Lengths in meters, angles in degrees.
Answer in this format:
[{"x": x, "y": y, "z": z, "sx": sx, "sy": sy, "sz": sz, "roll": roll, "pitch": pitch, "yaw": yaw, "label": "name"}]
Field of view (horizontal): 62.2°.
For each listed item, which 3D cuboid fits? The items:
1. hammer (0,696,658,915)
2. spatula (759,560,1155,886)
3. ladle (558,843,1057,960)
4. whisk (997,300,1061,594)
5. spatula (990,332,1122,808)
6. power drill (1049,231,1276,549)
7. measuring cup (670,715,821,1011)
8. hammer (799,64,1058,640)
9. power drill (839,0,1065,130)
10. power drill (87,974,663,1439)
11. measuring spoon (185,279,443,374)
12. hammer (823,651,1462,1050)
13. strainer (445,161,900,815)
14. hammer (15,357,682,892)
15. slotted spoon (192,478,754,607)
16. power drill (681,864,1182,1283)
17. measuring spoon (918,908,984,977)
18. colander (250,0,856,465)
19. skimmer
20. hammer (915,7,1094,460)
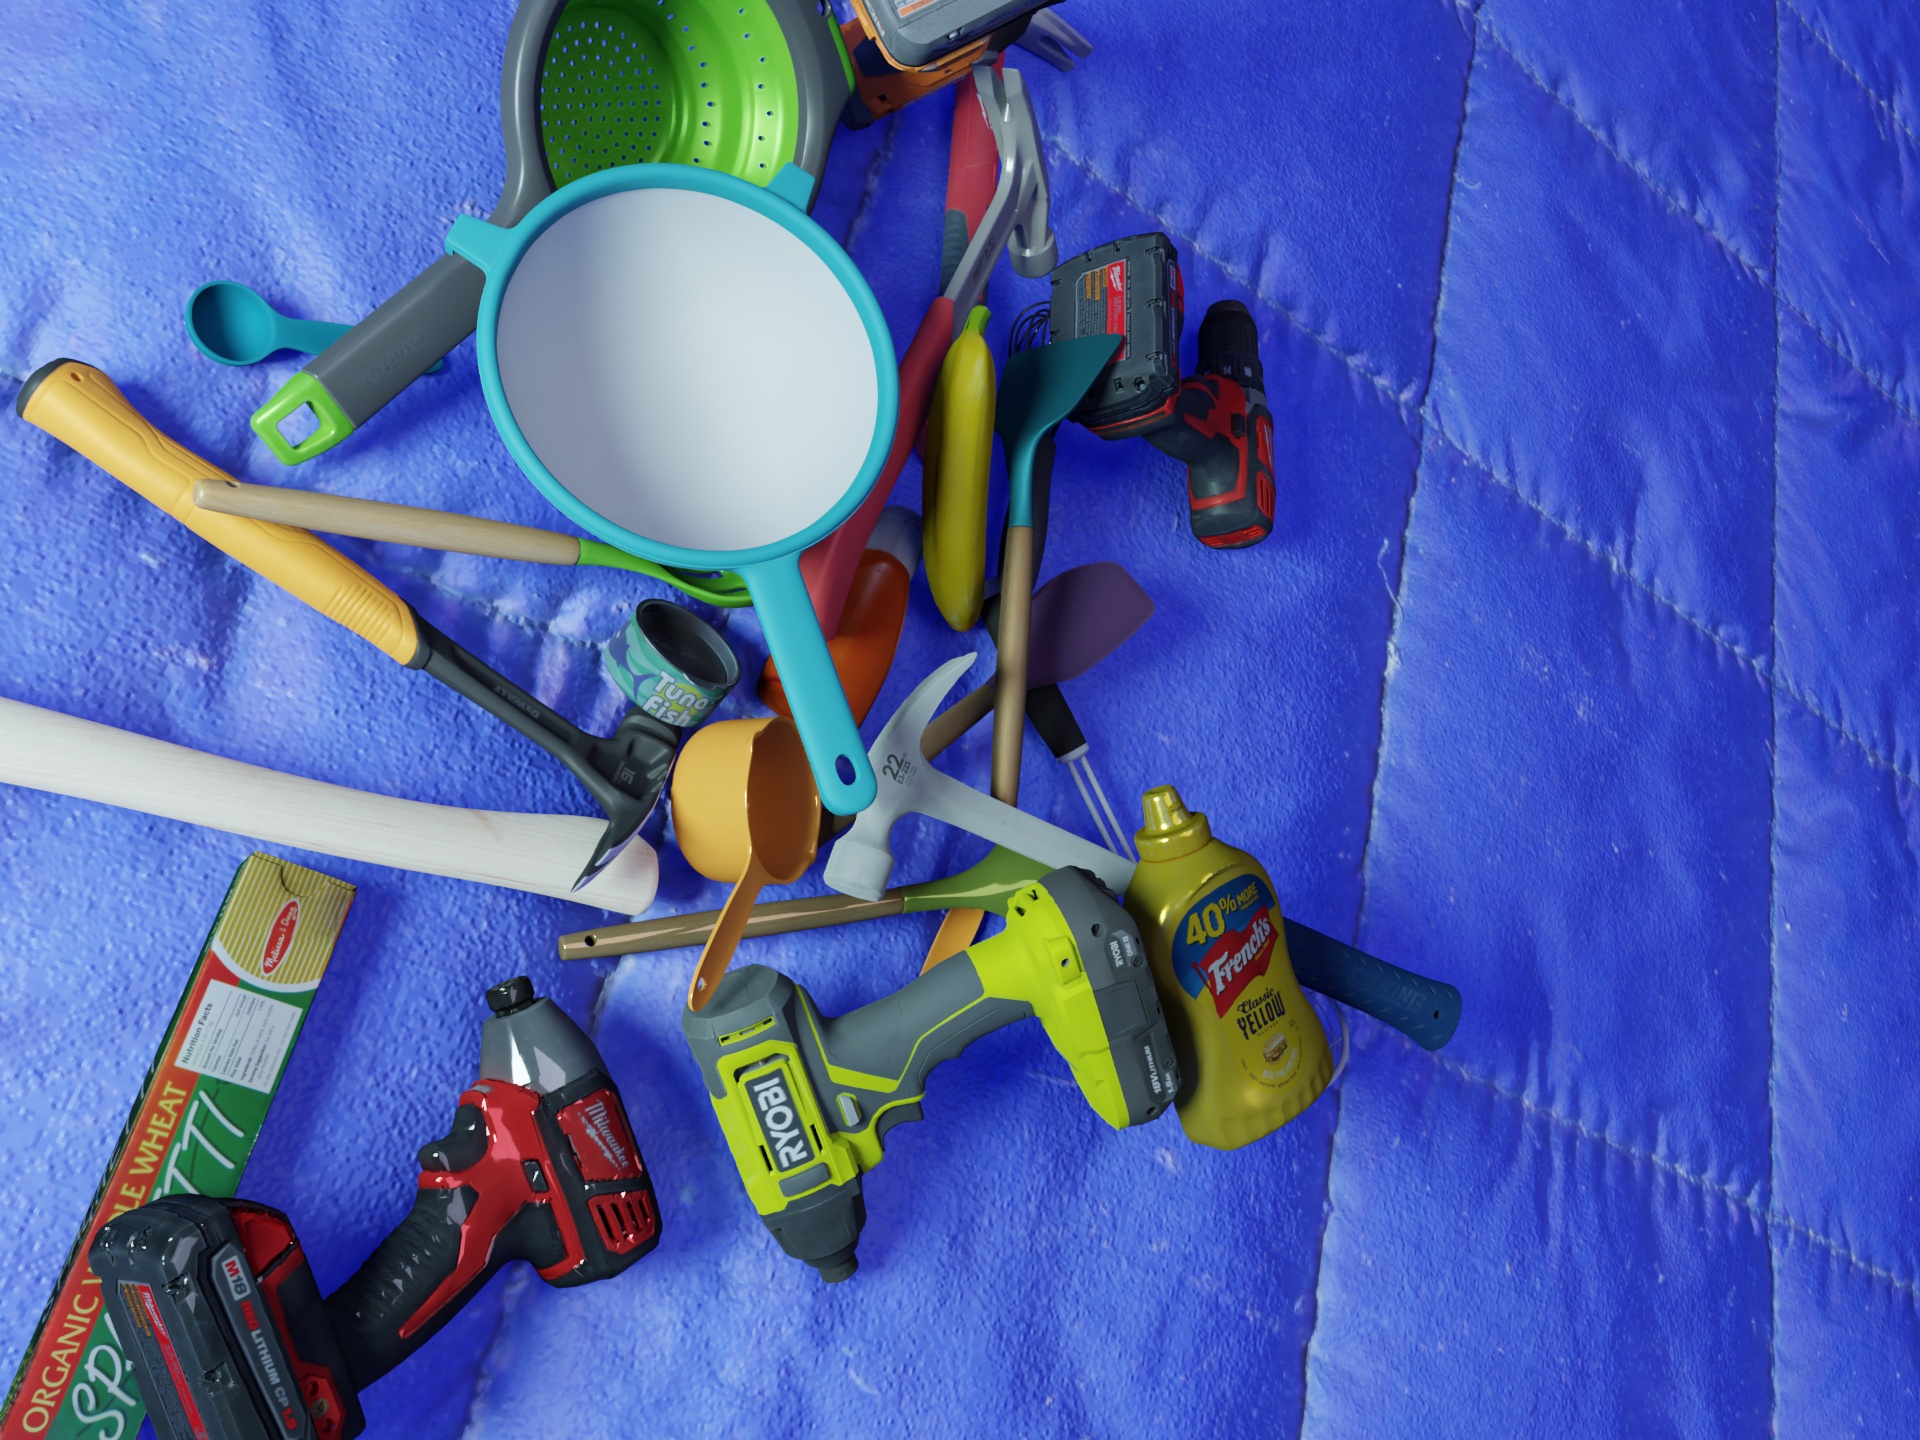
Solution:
[{"x": -0.319, "y": 0.038, "z": 0.686, "sx": 0.410, "sy": 0.038, "sz": 0.146, "roll": 18, "pitch": 33, "yaw": -33, "label": "hammer"}, {"x": -0.001, "y": -0.003, "z": 0.934, "sx": 0.316, "sy": 0.018, "sz": 0.060, "roll": -39, "pitch": 84, "yaw": -27, "label": "spatula"}, {"x": -0.062, "y": 0.106, "z": 0.874, "sx": 0.320, "sy": 0.062, "sz": 0.078, "roll": -5, "pitch": 69, "yaw": -27, "label": "ladle"}, {"x": 0.047, "y": -0.177, "z": 1.022, "sx": 0.055, "sy": 0.055, "sz": 0.239, "roll": 25, "pitch": 58, "yaw": -26, "label": "whisk"}, {"x": 0.041, "y": -0.084, "z": 0.935, "sx": 0.044, "sy": 0.082, "sz": 0.318, "roll": 20, "pitch": 71, "yaw": -54, "label": "spatula"}, {"x": 0.149, "y": -0.237, "z": 1.073, "sx": 0.226, "sy": 0.080, "sz": 0.188, "roll": 28, "pitch": 58, "yaw": -52, "label": "power drill"}, {"x": -0.124, "y": 0.072, "z": 0.804, "sx": 0.095, "sy": 0.052, "sz": 0.174, "roll": 69, "pitch": 29, "yaw": -42, "label": "measuring cup"}, {"x": -0.026, "y": -0.202, "z": 0.915, "sx": 0.149, "sy": 0.037, "sz": 0.359, "roll": 67, "pitch": 42, "yaw": -57, "label": "hammer"}, {"x": 0.000, "y": -0.429, "z": 0.941, "sx": 0.164, "sy": 0.226, "sz": 0.084, "roll": -28, "pitch": 102, "yaw": -4, "label": "power drill"}, {"x": -0.235, "y": 0.209, "z": 0.678, "sx": 0.219, "sy": 0.078, "sz": 0.143, "roll": -24, "pitch": 97, "yaw": -49, "label": "power drill"}, {"x": -0.326, "y": -0.189, "z": 0.803, "sx": 0.128, "sy": 0.021, "sz": 0.042, "roll": 2, "pitch": 80, "yaw": -44, "label": "measuring spoon"}, {"x": 0.125, "y": 0.097, "z": 0.909, "sx": 0.405, "sy": 0.035, "sz": 0.144, "roll": 25, "pitch": 75, "yaw": -20, "label": "hammer"}, {"x": -0.122, "y": -0.108, "z": 0.817, "sx": 0.211, "sy": 0.095, "sz": 0.340, "roll": -19, "pitch": 88, "yaw": -26, "label": "strainer"}, {"x": -0.285, "y": -0.051, "z": 0.749, "sx": 0.336, "sy": 0.034, "sz": 0.127, "roll": 37, "pitch": 27, "yaw": -16, "label": "hammer"}, {"x": -0.219, "y": -0.090, "z": 0.801, "sx": 0.313, "sy": 0.031, "sz": 0.070, "roll": 5, "pitch": 31, "yaw": -42, "label": "slotted spoon"}, {"x": -0.010, "y": 0.179, "z": 0.811, "sx": 0.223, "sy": 0.080, "sz": 0.171, "roll": -21, "pitch": 108, "yaw": -10, "label": "power drill"}, {"x": -0.012, "y": 0.139, "z": 0.917, "sx": 0.021, "sy": 0.011, "sz": 0.117, "roll": 38, "pitch": 54, "yaw": -11, "label": "measuring spoon"}, {"x": -0.228, "y": -0.279, "z": 0.848, "sx": 0.397, "sy": 0.095, "sz": 0.204, "roll": -48, "pitch": 137, "yaw": -20, "label": "colander"}, {"x": 0.114, "y": 0.067, "z": 0.975, "sx": 0.127, "sy": 0.090, "sz": 0.363, "roll": -28, "pitch": 92, "yaw": -37, "label": "skimmer"}, {"x": 0.019, "y": -0.337, "z": 1.073, "sx": 0.143, "sy": 0.038, "sz": 0.387, "roll": 17, "pitch": 66, "yaw": -31, "label": "hammer"}]
